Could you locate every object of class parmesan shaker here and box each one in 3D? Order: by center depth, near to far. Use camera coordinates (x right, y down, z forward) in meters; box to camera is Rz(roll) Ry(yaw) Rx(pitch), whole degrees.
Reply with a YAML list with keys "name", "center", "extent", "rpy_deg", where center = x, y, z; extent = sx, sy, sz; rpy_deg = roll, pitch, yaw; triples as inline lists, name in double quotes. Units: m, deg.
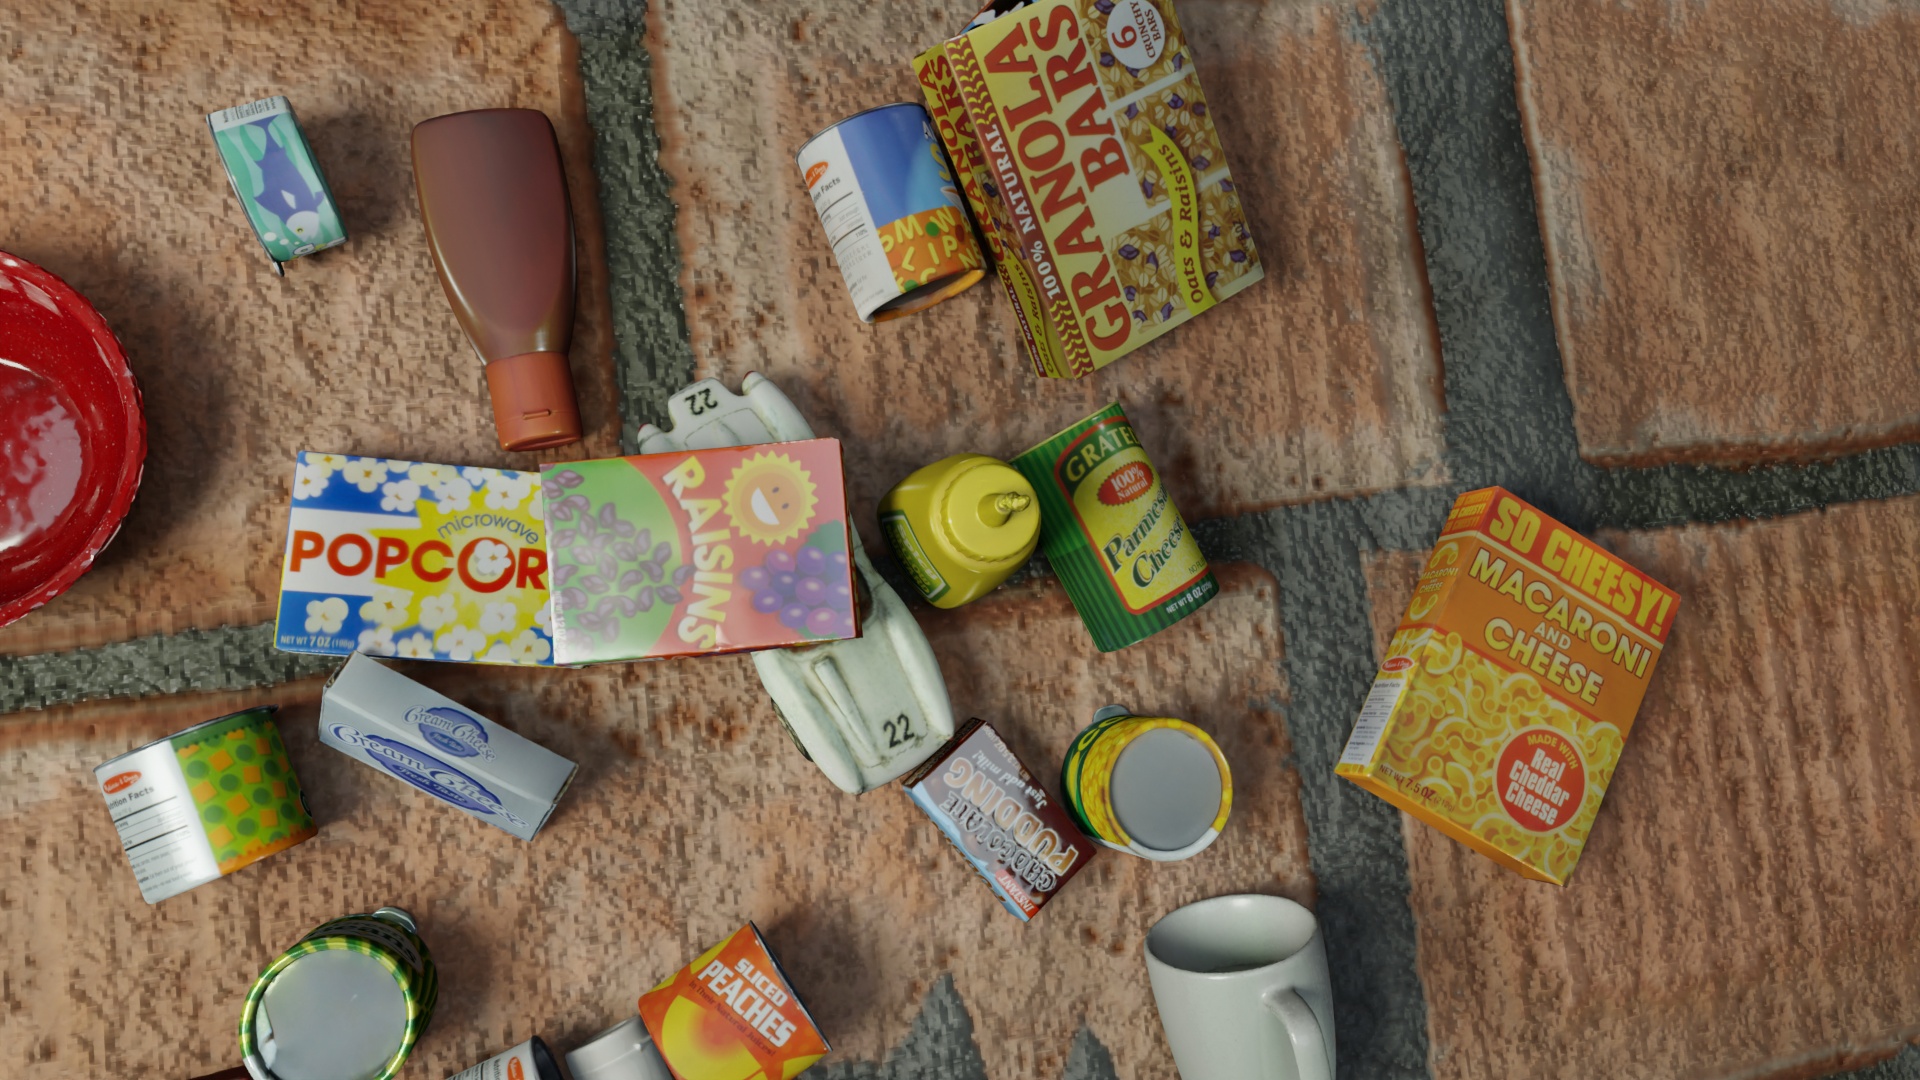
- name: "parmesan shaker"
  center: [0.073, -0.007, 0.665]
  extent: [0.071, 0.071, 0.103]
  rpy_deg: [-30, 91, -15]

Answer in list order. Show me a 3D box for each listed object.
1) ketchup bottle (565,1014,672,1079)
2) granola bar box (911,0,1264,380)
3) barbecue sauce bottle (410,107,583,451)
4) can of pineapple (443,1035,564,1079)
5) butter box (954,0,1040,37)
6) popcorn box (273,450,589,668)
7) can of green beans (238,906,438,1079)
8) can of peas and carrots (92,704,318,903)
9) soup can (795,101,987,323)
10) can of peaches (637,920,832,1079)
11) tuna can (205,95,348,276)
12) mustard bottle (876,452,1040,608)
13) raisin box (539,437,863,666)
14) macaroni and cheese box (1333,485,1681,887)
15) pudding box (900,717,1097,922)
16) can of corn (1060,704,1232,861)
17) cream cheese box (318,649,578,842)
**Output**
- name: "ketchup bottle"
  center: [-0.121, 0.278, 0.586]
  extent: [0.043, 0.065, 0.149]
  rpy_deg: [-28, 82, 20]
- name: "granola bar box"
  center: [0.065, -0.178, 0.669]
  extent: [0.124, 0.039, 0.165]
  rpy_deg: [-30, 109, -20]
- name: "barbecue sauce bottle"
  center: [-0.201, -0.115, 0.623]
  extent: [0.065, 0.043, 0.148]
  rpy_deg: [-11, 86, -14]
- name: "can of pineapple"
  center: [-0.189, 0.249, 0.570]
  extent: [0.058, 0.071, 0.071]
  rpy_deg: [-22, 89, -14]
- name: "butter box"
  center: [0.049, -0.233, 0.707]
  extent: [0.103, 0.024, 0.053]
  rpy_deg: [43, 76, -5]
- name: "popcorn box"
  center: [-0.223, 0.010, 0.604]
  extent: [0.127, 0.038, 0.085]
  rpy_deg: [5, 82, -13]
- name: "can of green beans"
  center: [-0.251, 0.190, 0.565]
  extent: [0.071, 0.057, 0.071]
  rpy_deg: [2, 83, -13]
- name: "can of peas and carrots"
  center: [-0.301, 0.105, 0.561]
  extent: [0.071, 0.071, 0.058]
  rpy_deg: [-22, 89, -15]
- name: "soup can"
  center: [-0.030, -0.155, 0.658]
  extent: [0.071, 0.071, 0.083]
  rpy_deg: [-22, 89, -15]
- name: "can of peaches"
  center: [-0.097, 0.207, 0.594]
  extent: [0.058, 0.071, 0.071]
  rpy_deg: [-32, 92, -14]
- name: "tuna can"
  center: [-0.290, -0.152, 0.595]
  extent: [0.033, 0.071, 0.071]
  rpy_deg: [-23, 89, -15]
- name: "mustard bottle"
  center: [0.002, -0.008, 0.599]
  extent: [0.049, 0.160, 0.065]
  rpy_deg: [-32, 91, -13]
- name: "raisin box"
  center: [-0.107, 0.006, 0.580]
  extent: [0.123, 0.040, 0.086]
  rpy_deg: [-5, 86, -2]
- name: "macaroni and cheese box"
  center: [0.284, 0.074, 0.718]
  extent: [0.124, 0.040, 0.167]
  rpy_deg: [30, 78, -8]
- name: "pudding box"
  center: [0.018, 0.130, 0.652]
  extent: [0.050, 0.030, 0.083]
  rpy_deg: [-40, 93, -14]
- name: "can of corn"
  center: [0.087, 0.113, 0.656]
  extent: [0.071, 0.058, 0.071]
  rpy_deg: [2, 83, -14]
- name: "cream cheese box"
  center: [-0.218, 0.089, 0.587]
  extent: [0.104, 0.053, 0.024]
  rpy_deg: [30, 52, -9]
